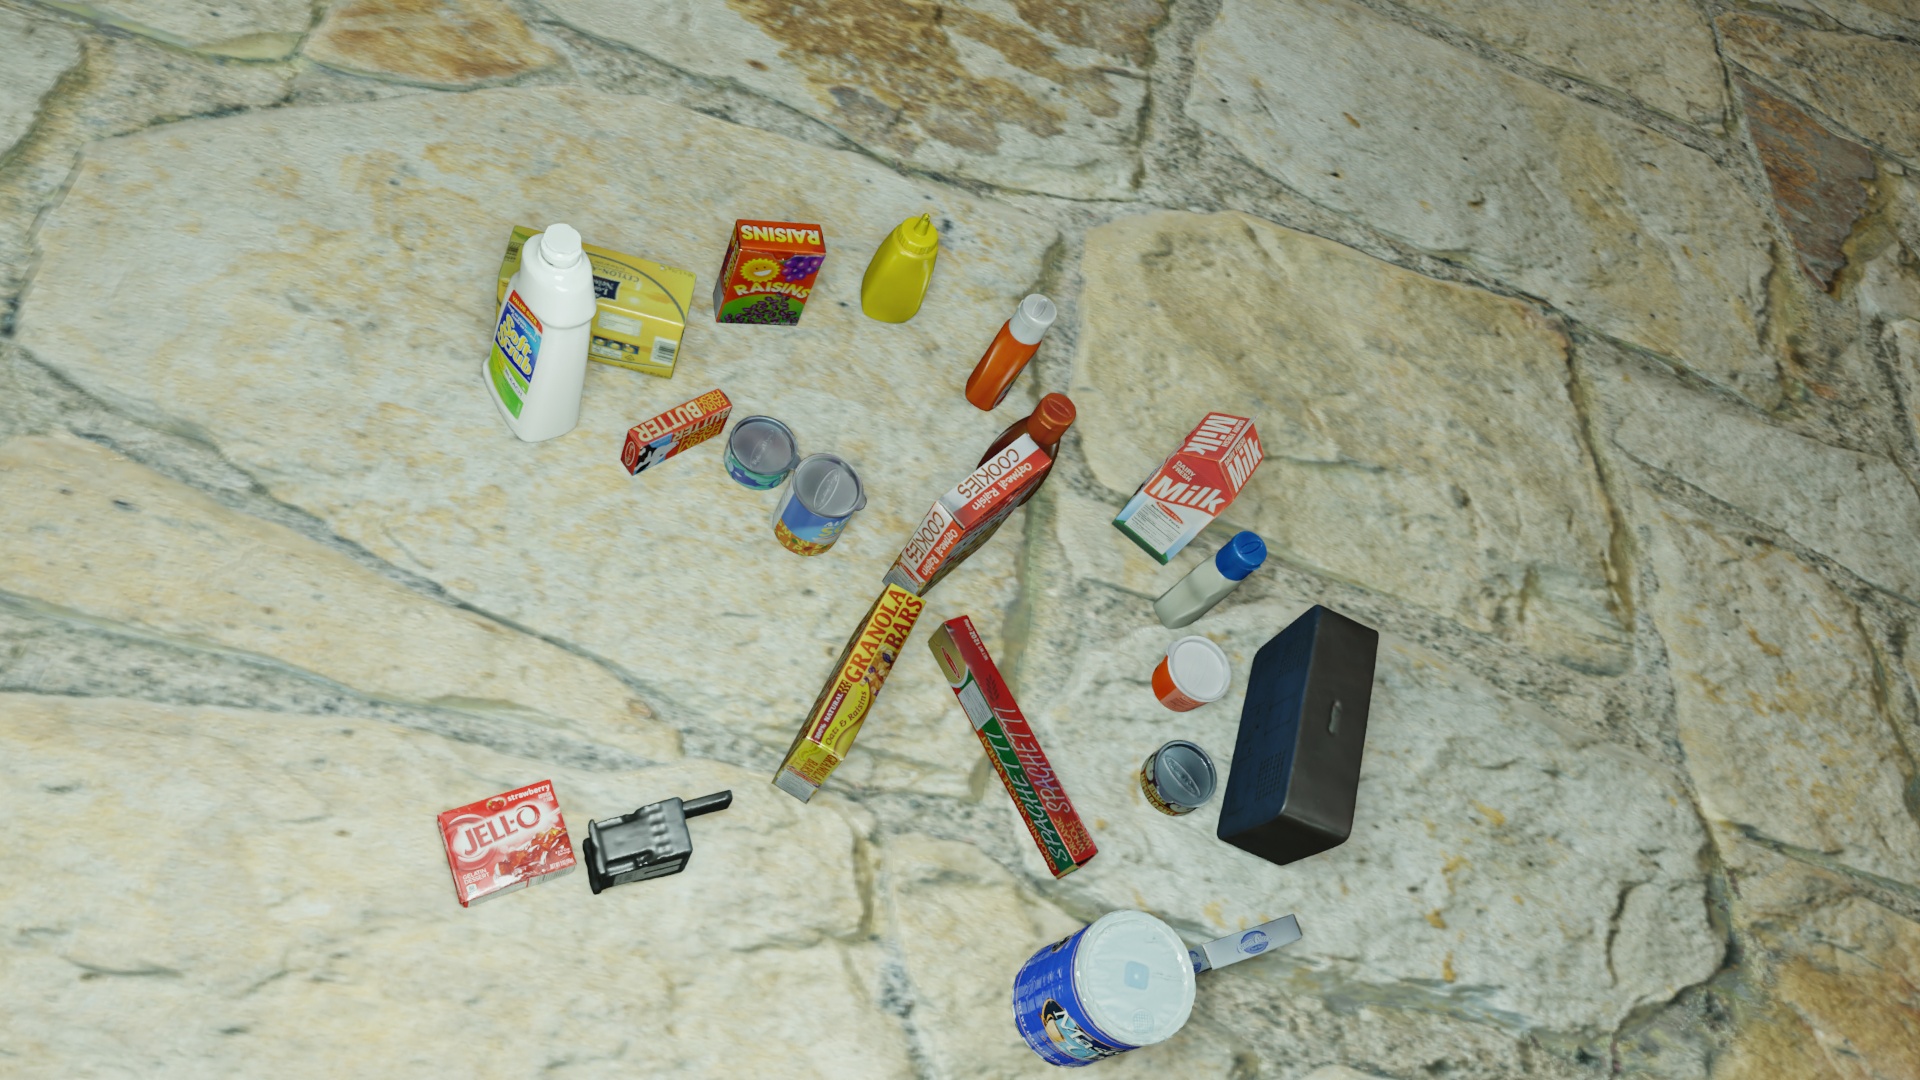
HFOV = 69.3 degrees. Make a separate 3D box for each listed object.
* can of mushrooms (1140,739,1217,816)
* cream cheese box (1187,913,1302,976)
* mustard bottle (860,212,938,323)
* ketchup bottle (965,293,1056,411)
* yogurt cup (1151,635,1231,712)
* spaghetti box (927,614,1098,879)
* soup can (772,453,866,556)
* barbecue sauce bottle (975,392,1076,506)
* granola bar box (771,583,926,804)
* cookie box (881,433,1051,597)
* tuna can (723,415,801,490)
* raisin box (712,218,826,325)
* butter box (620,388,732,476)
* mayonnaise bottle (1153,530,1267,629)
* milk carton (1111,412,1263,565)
[{"bbox_3d":[0.204,0.226,1.313,0.071,0.033,0.071,10,60,-17],"label":"can of mushrooms"},{"bbox_3d":[0.249,0.364,1.244,0.104,0.053,0.024,-9,67,-26],"label":"cream cheese box"},{"bbox_3d":[-0.055,-0.282,1.408,0.065,0.159,0.049,10,60,-17],"label":"mustard bottle"},{"bbox_3d":[0.052,-0.193,1.410,0.043,0.148,0.065,32,56,-3],"label":"ketchup bottle"},{"bbox_3d":[0.223,0.134,1.359,0.072,0.053,0.073,10,60,-17],"label":"yogurt cup"},{"bbox_3d":[0.045,0.186,1.260,0.029,0.050,0.250,-21,72,-30],"label":"spaghetti box"},{"bbox_3d":[-0.131,-0.030,1.286,0.071,0.083,0.071,10,60,-17],"label":"soup can"},{"bbox_3d":[0.067,-0.091,1.361,0.065,0.147,0.044,39,56,1],"label":"barbecue sauce bottle"},{"bbox_3d":[-0.097,0.130,1.188,0.039,0.123,0.166,31,56,-4],"label":"granola bar box"},{"bbox_3d":[0.005,-0.016,1.283,0.040,0.166,0.123,47,57,6],"label":"cookie box"},{"bbox_3d":[-0.188,-0.082,1.321,0.071,0.032,0.071,10,60,-17],"label":"tuna can"},{"bbox_3d":[-0.190,-0.261,1.364,0.086,0.122,0.040,0,64,-22],"label":"raisin box"},{"bbox_3d":[-0.264,-0.101,1.289,0.104,0.053,0.024,-31,78,-32],"label":"butter box"},{"bbox_3d":[0.248,0.038,1.364,0.065,0.147,0.041,-22,73,-30],"label":"mayonnaise bottle"},{"bbox_3d":[0.234,-0.059,1.386,0.073,0.189,0.073,40,56,2],"label":"milk carton"}]
